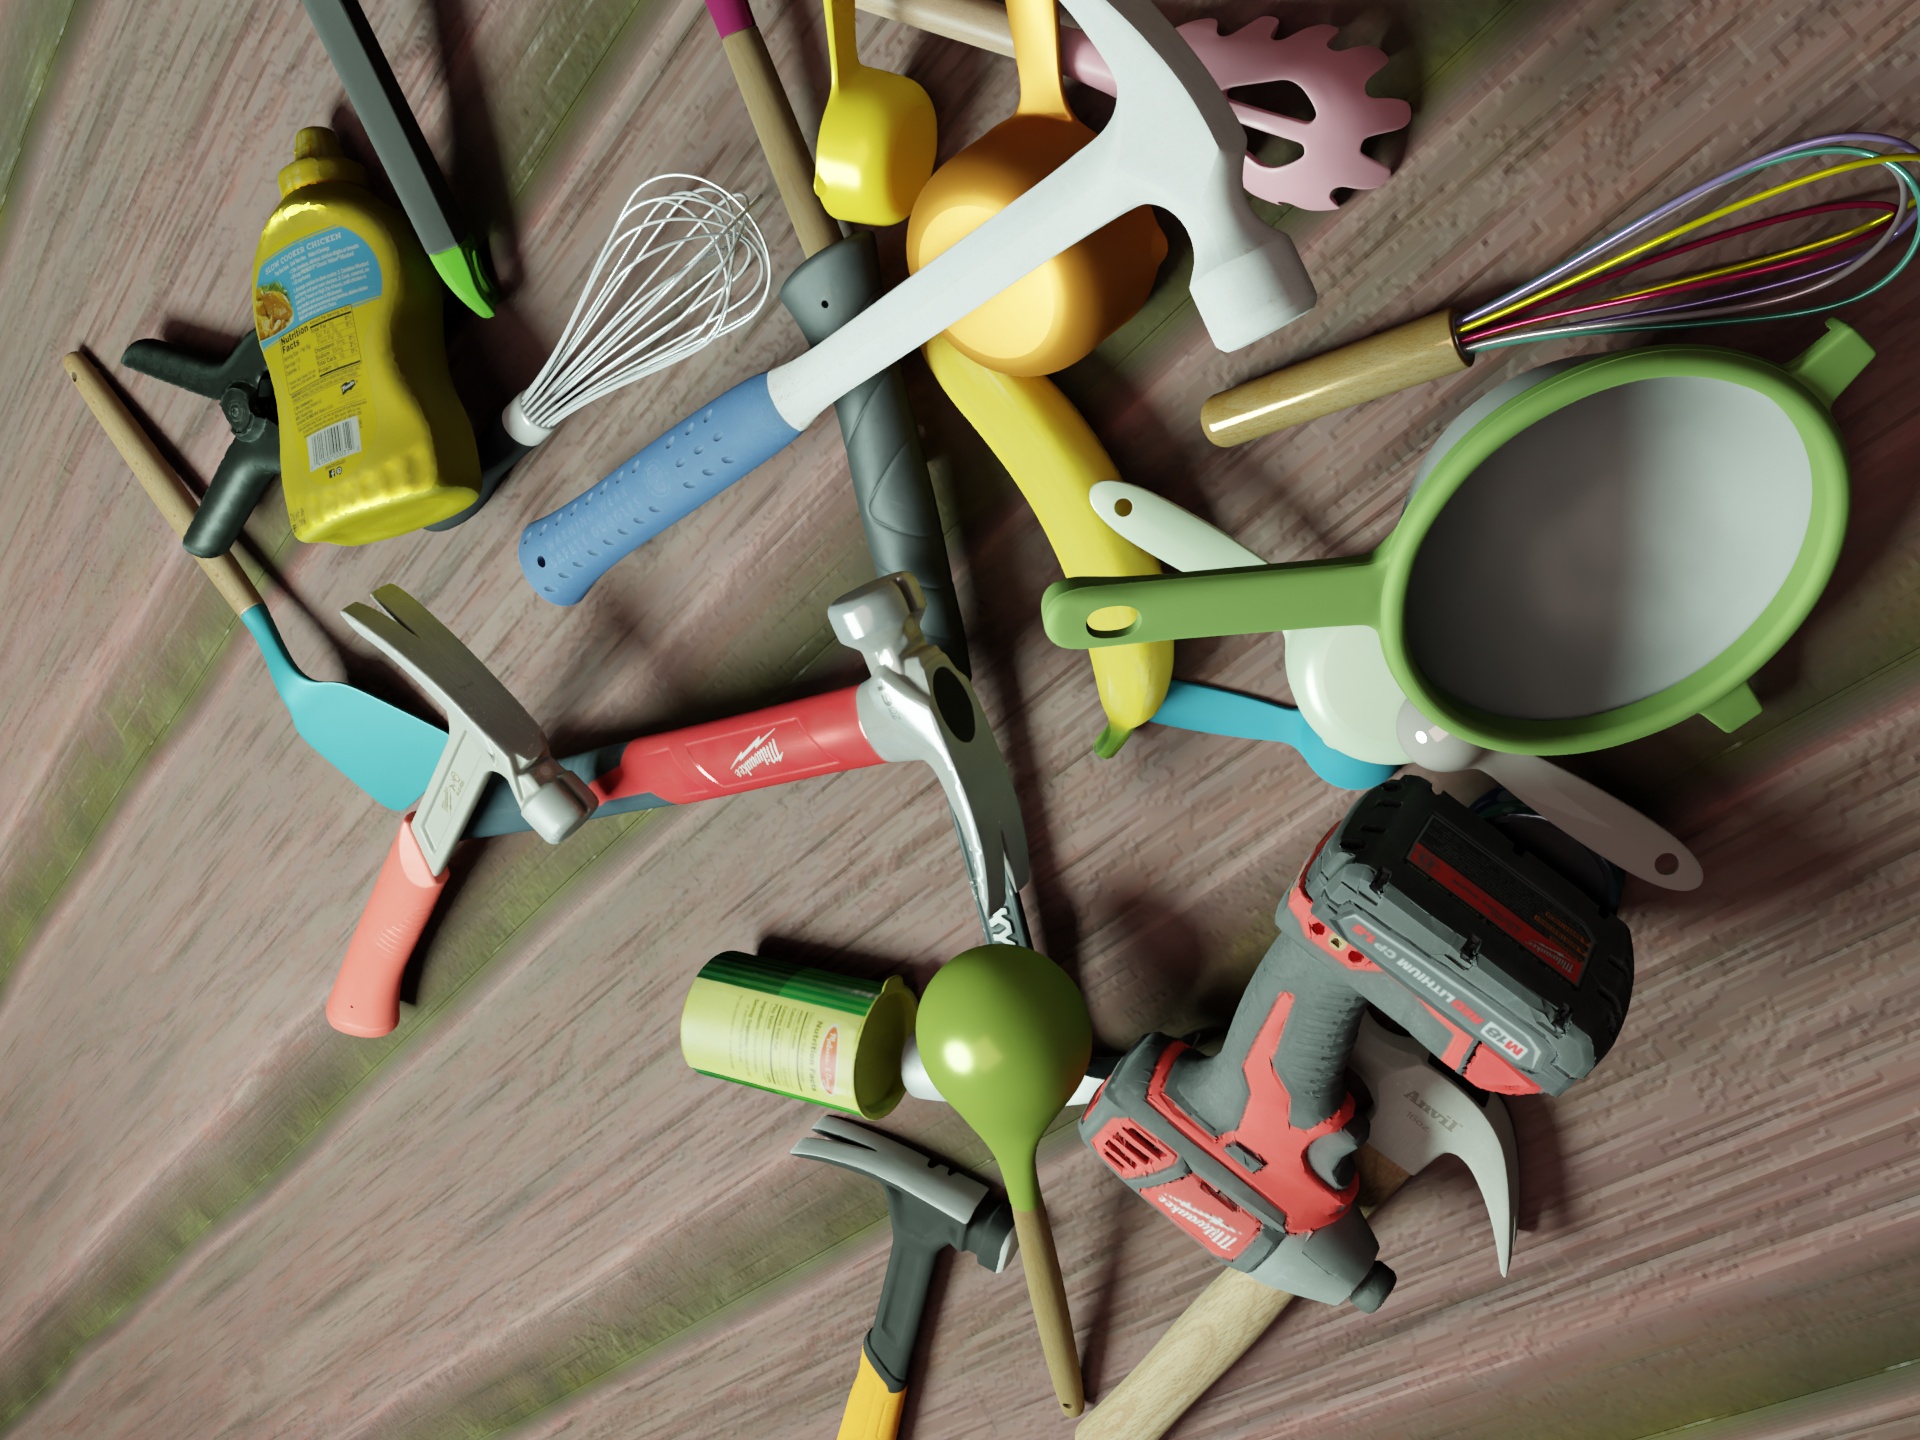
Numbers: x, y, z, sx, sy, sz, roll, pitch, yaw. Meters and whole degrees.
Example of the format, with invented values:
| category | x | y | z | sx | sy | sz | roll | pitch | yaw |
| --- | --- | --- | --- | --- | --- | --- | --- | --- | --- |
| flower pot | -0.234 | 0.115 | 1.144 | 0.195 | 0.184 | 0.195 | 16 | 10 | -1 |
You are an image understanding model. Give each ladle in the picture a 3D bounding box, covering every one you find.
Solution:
| category | x | y | z | sx | sy | sz | roll | pitch | yaw |
| --- | --- | --- | --- | --- | --- | --- | --- | --- | --- |
| ladle | 0.037 | 0.234 | 0.761 | 0.078 | 0.062 | 0.319 | 0 | 129 | 15 |

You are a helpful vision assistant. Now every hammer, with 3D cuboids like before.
| category | x | y | z | sx | sy | sz | roll | pitch | yaw |
| --- | --- | --- | --- | --- | --- | --- | --- | --- | --- |
| hammer | -0.061 | -0.133 | 0.607 | 0.405 | 0.035 | 0.144 | -22 | 98 | 45 |
| hammer | -0.306 | 0.080 | 0.868 | 0.149 | 0.037 | 0.359 | 45 | 136 | 3 |
| hammer | -0.053 | 0.374 | 0.902 | 0.127 | 0.034 | 0.336 | 22 | 121 | 18 |
| hammer | 0.142 | 0.267 | 0.746 | 0.130 | 0.031 | 0.331 | 36 | 125 | 11 |
| hammer | -0.001 | -0.002 | 0.688 | 0.149 | 0.036 | 0.408 | -2 | 114 | 28 |
| hammer | -0.136 | 0.038 | 0.759 | 0.386 | 0.038 | 0.143 | -12 | 107 | 42 |

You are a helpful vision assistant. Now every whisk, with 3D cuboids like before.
| category | x | y | z | sx | sy | sz | roll | pitch | yaw |
| --- | --- | --- | --- | --- | --- | --- | --- | --- | --- |
| whisk | 0.191 | -0.134 | 0.534 | 0.245 | 0.047 | 0.051 | -14 | 105 | 38 |
| whisk | -0.179 | -0.155 | 0.725 | 0.284 | 0.070 | 0.070 | -28 | 97 | 41 |

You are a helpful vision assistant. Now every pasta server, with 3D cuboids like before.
| category | x | y | z | sx | sy | sz | roll | pitch | yaw |
| --- | --- | --- | --- | --- | --- | --- | --- | --- | --- |
| pasta server | 0.010 | -0.258 | 0.587 | 0.316 | 0.040 | 0.060 | 27 | 123 | 21 |

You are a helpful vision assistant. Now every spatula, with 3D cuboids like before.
| category | x | y | z | sx | sy | sz | roll | pitch | yaw |
| --- | --- | --- | --- | --- | --- | --- | --- | --- | --- |
| spatula | -0.407 | -0.084 | 0.902 | 0.082 | 0.044 | 0.317 | -40 | 85 | 36 |

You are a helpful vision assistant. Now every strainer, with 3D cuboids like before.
| category | x | y | z | sx | sy | sz | roll | pitch | yaw |
| --- | --- | --- | --- | --- | --- | --- | --- | --- | --- |
| strainer | 0.152 | -0.060 | 0.526 | 0.256 | 0.069 | 0.151 | -6 | 128 | -1 |

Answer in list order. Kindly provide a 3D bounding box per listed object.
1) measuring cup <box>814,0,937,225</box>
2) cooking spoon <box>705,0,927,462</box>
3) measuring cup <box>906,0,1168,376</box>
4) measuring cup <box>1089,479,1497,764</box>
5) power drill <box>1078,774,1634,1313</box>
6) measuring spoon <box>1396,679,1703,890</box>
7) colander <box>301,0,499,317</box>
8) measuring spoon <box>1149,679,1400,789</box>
| category | x | y | z | sx | sy | sz | roll | pitch | yaw |
| --- | --- | --- | --- | --- | --- | --- | --- | --- | --- |
| measuring cup | -0.031 | -0.246 | 0.567 | 0.029 | 0.062 | 0.156 | 20 | 147 | 15 |
| cooking spoon | -0.077 | -0.246 | 0.628 | 0.069 | 0.017 | 0.318 | -5 | 115 | 43 |
| measuring cup | 0.017 | -0.202 | 0.559 | 0.095 | 0.052 | 0.173 | 19 | 140 | 30 |
| measuring cup | 0.120 | -0.043 | 0.588 | 0.167 | 0.038 | 0.083 | 30 | 106 | 0 |
| power drill | 0.150 | 0.140 | 0.618 | 0.143 | 0.078 | 0.219 | 38 | 129 | 11 |
| measuring spoon | 0.211 | 0.027 | 0.562 | 0.124 | 0.018 | 0.034 | 32 | 105 | 0 |
| colander | -0.248 | -0.361 | 0.642 | 0.094 | 0.205 | 0.396 | -21 | 121 | 0 |
| measuring spoon | 0.115 | 0.002 | 0.646 | 0.129 | 0.021 | 0.042 | 12 | 117 | 25 |
